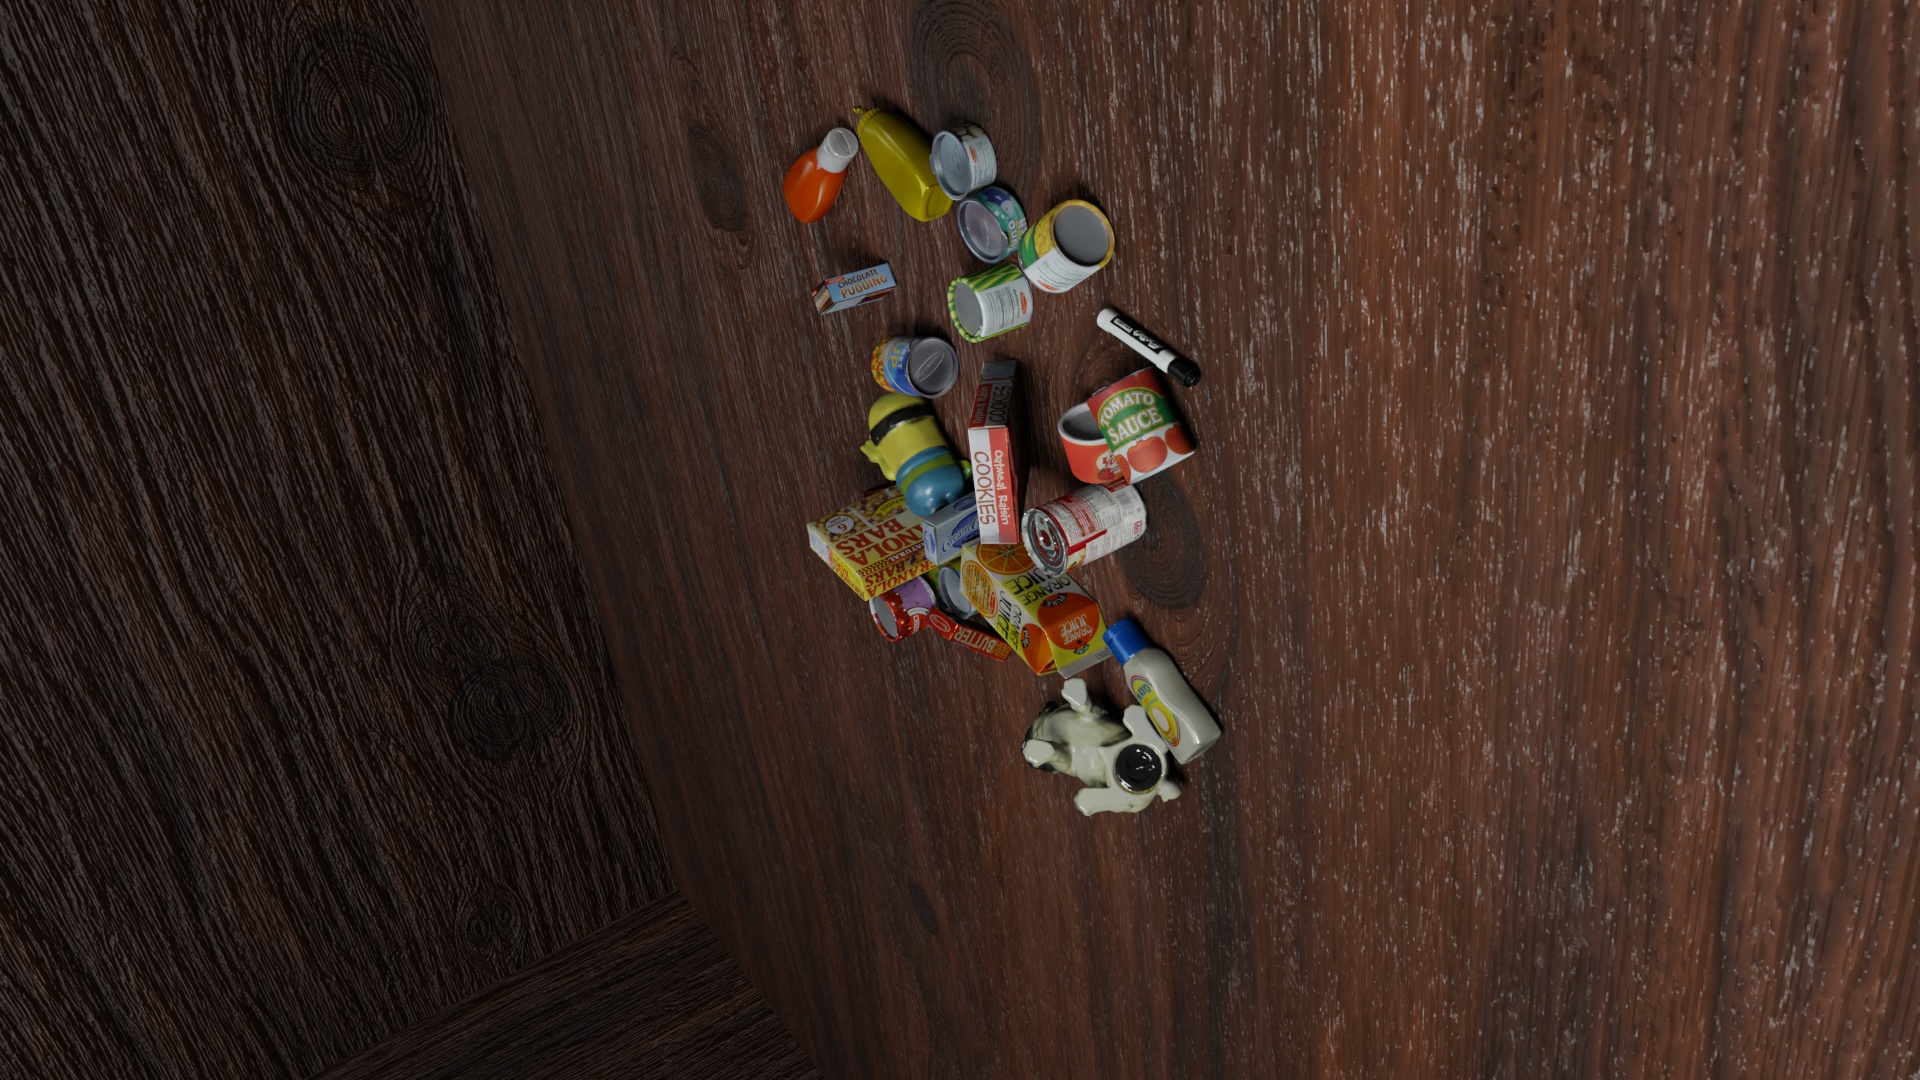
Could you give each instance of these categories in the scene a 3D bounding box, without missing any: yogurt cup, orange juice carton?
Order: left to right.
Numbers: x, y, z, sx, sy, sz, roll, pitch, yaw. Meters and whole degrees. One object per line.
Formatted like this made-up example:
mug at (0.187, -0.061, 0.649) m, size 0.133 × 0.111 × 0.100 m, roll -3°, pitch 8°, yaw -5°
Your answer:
orange juice carton at (0.082, 0.073, 1.482) m, size 0.193 × 0.072 × 0.072 m, roll 46°, pitch 147°, yaw 36°
yogurt cup at (0.127, -0.089, 1.281) m, size 0.072 × 0.072 × 0.053 m, roll 37°, pitch 149°, yaw 45°

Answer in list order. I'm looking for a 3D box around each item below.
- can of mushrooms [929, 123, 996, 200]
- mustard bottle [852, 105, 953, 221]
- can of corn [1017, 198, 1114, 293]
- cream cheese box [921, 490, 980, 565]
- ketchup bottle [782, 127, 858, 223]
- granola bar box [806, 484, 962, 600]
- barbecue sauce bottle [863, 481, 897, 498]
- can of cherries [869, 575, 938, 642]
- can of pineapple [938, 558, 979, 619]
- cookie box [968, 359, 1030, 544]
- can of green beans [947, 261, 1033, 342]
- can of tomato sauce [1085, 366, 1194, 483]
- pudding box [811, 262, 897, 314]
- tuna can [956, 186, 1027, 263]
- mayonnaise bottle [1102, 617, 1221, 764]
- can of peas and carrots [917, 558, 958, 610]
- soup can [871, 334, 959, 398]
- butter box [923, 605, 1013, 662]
can of mushrooms at (0.002, -0.362, 1.327) m, size 0.071 × 0.033 × 0.070 m, roll 42°, pitch 145°, yaw 39°
mustard bottle at (-0.063, -0.394, 1.406) m, size 0.160 × 0.049 × 0.065 m, roll 55°, pitch 152°, yaw 24°
can of corn at (0.092, -0.258, 1.208) m, size 0.058 × 0.071 × 0.071 m, roll -23°, pitch 90°, yaw 63°
cream cheese box at (0.005, -0.019, 1.515) m, size 0.024 × 0.104 × 0.053 m, roll 32°, pitch 139°, yaw 39°
ketchup bottle at (-0.157, -0.415, 1.568) m, size 0.064 × 0.044 × 0.148 m, roll 65°, pitch 153°, yaw 1°
granola bar box at (-0.075, -0.006, 1.605) m, size 0.124 × 0.166 × 0.038 m, roll 41°, pitch 146°, yaw 41°
barbecue sauce bottle at (-0.074, 0.001, 1.747) m, size 0.065 × 0.044 × 0.148 m, roll -4°, pitch 108°, yaw 61°
can of cherries at (-0.066, 0.082, 1.642) m, size 0.071 × 0.058 × 0.071 m, roll 41°, pitch 144°, yaw 40°
can of pineapple at (0.015, 0.049, 1.603) m, size 0.071 × 0.058 × 0.070 m, roll 42°, pitch 144°, yaw 41°
cookie box at (0.040, -0.089, 1.361) m, size 0.168 × 0.040 × 0.122 m, roll -78°, pitch -17°, yaw -61°
can of green beans at (0.029, -0.232, 1.353) m, size 0.071 × 0.058 × 0.071 m, roll 42°, pitch 144°, yaw 40°
can of tomato sauce at (0.156, -0.100, 1.209) m, size 0.083 × 0.071 × 0.071 m, roll 64°, pitch 153°, yaw 4°
pudding box at (-0.119, -0.282, 1.560) m, size 0.049 × 0.084 × 0.030 m, roll -21°, pitch 89°, yaw 64°
tuna can at (0.032, -0.298, 1.313) m, size 0.071 × 0.033 × 0.070 m, roll 40°, pitch 149°, yaw 30°
mayonnaise bottle at (0.194, 0.144, 1.364) m, size 0.148 × 0.041 × 0.064 m, roll 56°, pitch 153°, yaw 20°
can of peas and carrots at (-0.032, 0.053, 1.691) m, size 0.071 × 0.059 × 0.070 m, roll 41°, pitch 143°, yaw 41°
soup can at (-0.052, -0.194, 1.522) m, size 0.084 × 0.071 × 0.071 m, roll 17°, pitch 126°, yaw 57°
butter box at (0.011, 0.109, 1.625) m, size 0.053 × 0.103 × 0.024 m, roll 34°, pitch 97°, yaw 47°
